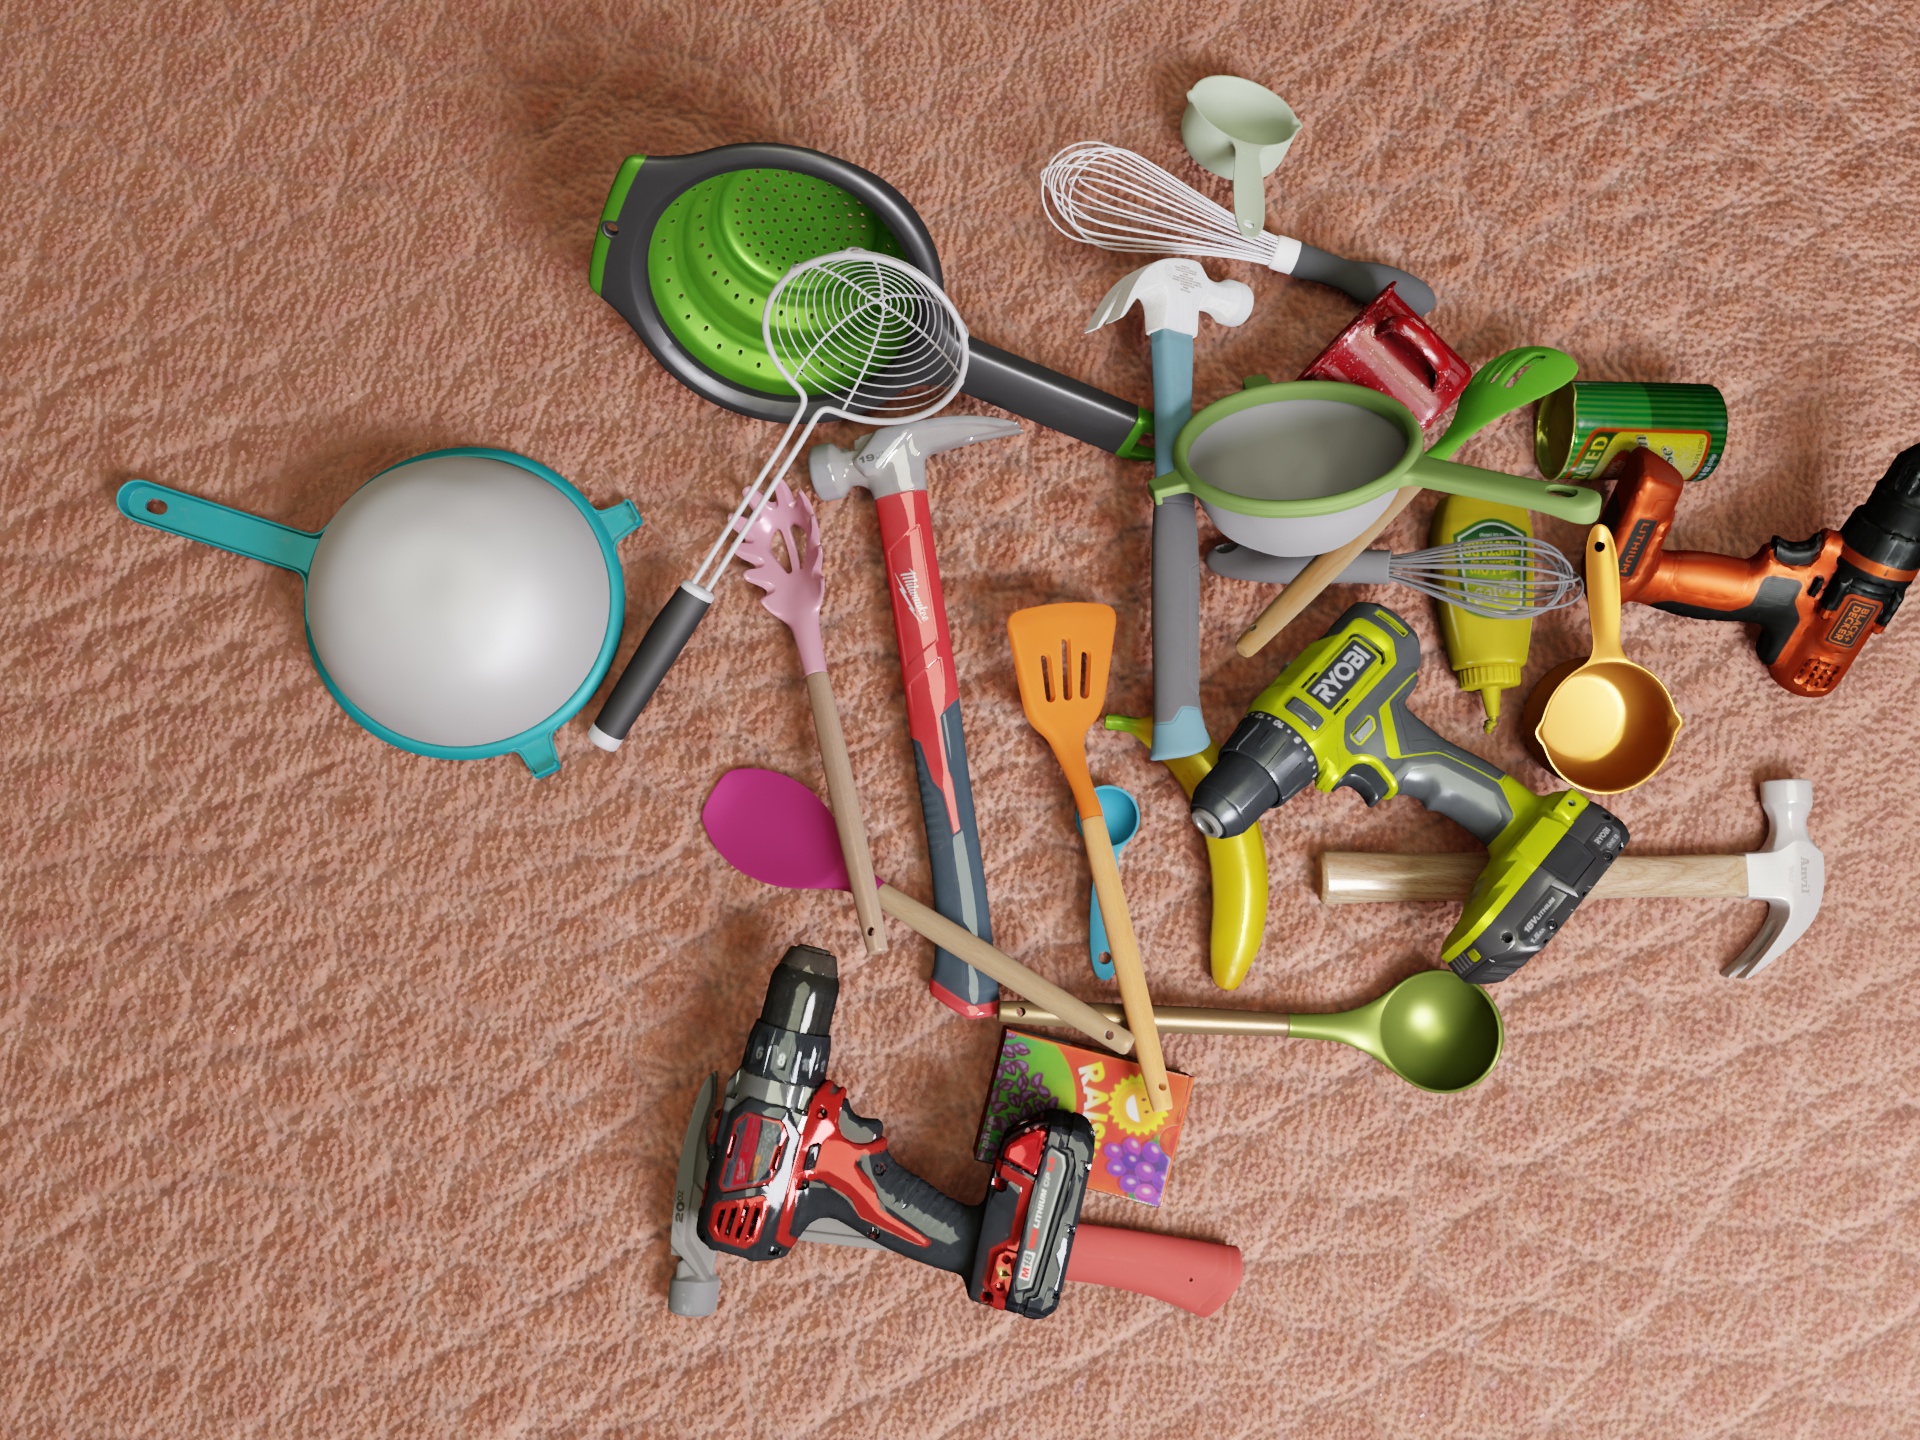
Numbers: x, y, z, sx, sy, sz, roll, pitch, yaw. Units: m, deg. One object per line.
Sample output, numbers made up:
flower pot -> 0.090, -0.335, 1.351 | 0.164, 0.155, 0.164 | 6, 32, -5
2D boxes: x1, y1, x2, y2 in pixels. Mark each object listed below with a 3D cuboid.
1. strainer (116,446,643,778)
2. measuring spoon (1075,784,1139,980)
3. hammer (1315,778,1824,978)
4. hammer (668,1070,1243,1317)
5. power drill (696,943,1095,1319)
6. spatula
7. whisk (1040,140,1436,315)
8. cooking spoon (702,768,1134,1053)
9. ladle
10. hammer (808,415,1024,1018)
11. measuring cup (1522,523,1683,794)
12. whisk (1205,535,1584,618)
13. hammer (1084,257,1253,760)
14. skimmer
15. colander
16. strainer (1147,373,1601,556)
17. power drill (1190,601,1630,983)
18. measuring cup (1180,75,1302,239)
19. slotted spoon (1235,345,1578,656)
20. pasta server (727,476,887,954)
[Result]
strainer -> -0.388, -0.102, 1.016 | 0.340, 0.095, 0.211 | 17, 84, -1
measuring spoon -> 0.095, 0.106, 1.048 | 0.042, 0.021, 0.128 | 1, 93, 2
hammer -> 0.400, 0.105, 1.045 | 0.331, 0.031, 0.130 | 0, 83, -1
hammer -> -0.001, 0.318, 1.008 | 0.359, 0.036, 0.149 | 7, 83, 0
power drill -> -0.035, 0.248, 0.960 | 0.226, 0.080, 0.188 | 13, 84, 5
spatula -> 0.092, 0.083, 1.002 | 0.081, 0.041, 0.323 | -6, 74, -26
whisk -> 0.189, -0.326, 1.080 | 0.284, 0.070, 0.070 | 17, 83, -5
cooking spoon -> -0.030, 0.122, 1.005 | 0.319, 0.017, 0.069 | 29, 85, 17
ladle -> 0.184, 0.191, 1.005 | 0.320, 0.062, 0.078 | 4, 76, -5
hammer -> -0.002, -0.003, 1.032 | 0.143, 0.038, 0.386 | -10, 86, 11
measuring cup -> 0.411, -0.040, 1.036 | 0.095, 0.052, 0.173 | -5, 96, 0
whisk -> 0.275, -0.096, 1.027 | 0.239, 0.055, 0.055 | 6, 83, 22
hammer -> 0.139, -0.138, 1.027 | 0.128, 0.033, 0.331 | 6, 81, -37
skimmer -> -0.130, -0.124, 0.986 | 0.127, 0.090, 0.363 | 30, 100, -21
colander -> -0.035, -0.273, 1.045 | 0.397, 0.204, 0.095 | 19, 48, -15
strainer -> 0.253, -0.134, 0.965 | 0.256, 0.069, 0.151 | 18, 47, 29
power drill -> 0.275, 0.055, 0.995 | 0.229, 0.080, 0.190 | 41, 69, 15
measuring cup -> 0.184, -0.363, 1.056 | 0.083, 0.038, 0.168 | 11, 55, -9
slotted spoon -> 0.284, -0.147, 1.019 | 0.314, 0.070, 0.031 | -43, 120, -14
pasta server -> -0.090, -0.005, 1.020 | 0.060, 0.040, 0.316 | -17, 74, 12
